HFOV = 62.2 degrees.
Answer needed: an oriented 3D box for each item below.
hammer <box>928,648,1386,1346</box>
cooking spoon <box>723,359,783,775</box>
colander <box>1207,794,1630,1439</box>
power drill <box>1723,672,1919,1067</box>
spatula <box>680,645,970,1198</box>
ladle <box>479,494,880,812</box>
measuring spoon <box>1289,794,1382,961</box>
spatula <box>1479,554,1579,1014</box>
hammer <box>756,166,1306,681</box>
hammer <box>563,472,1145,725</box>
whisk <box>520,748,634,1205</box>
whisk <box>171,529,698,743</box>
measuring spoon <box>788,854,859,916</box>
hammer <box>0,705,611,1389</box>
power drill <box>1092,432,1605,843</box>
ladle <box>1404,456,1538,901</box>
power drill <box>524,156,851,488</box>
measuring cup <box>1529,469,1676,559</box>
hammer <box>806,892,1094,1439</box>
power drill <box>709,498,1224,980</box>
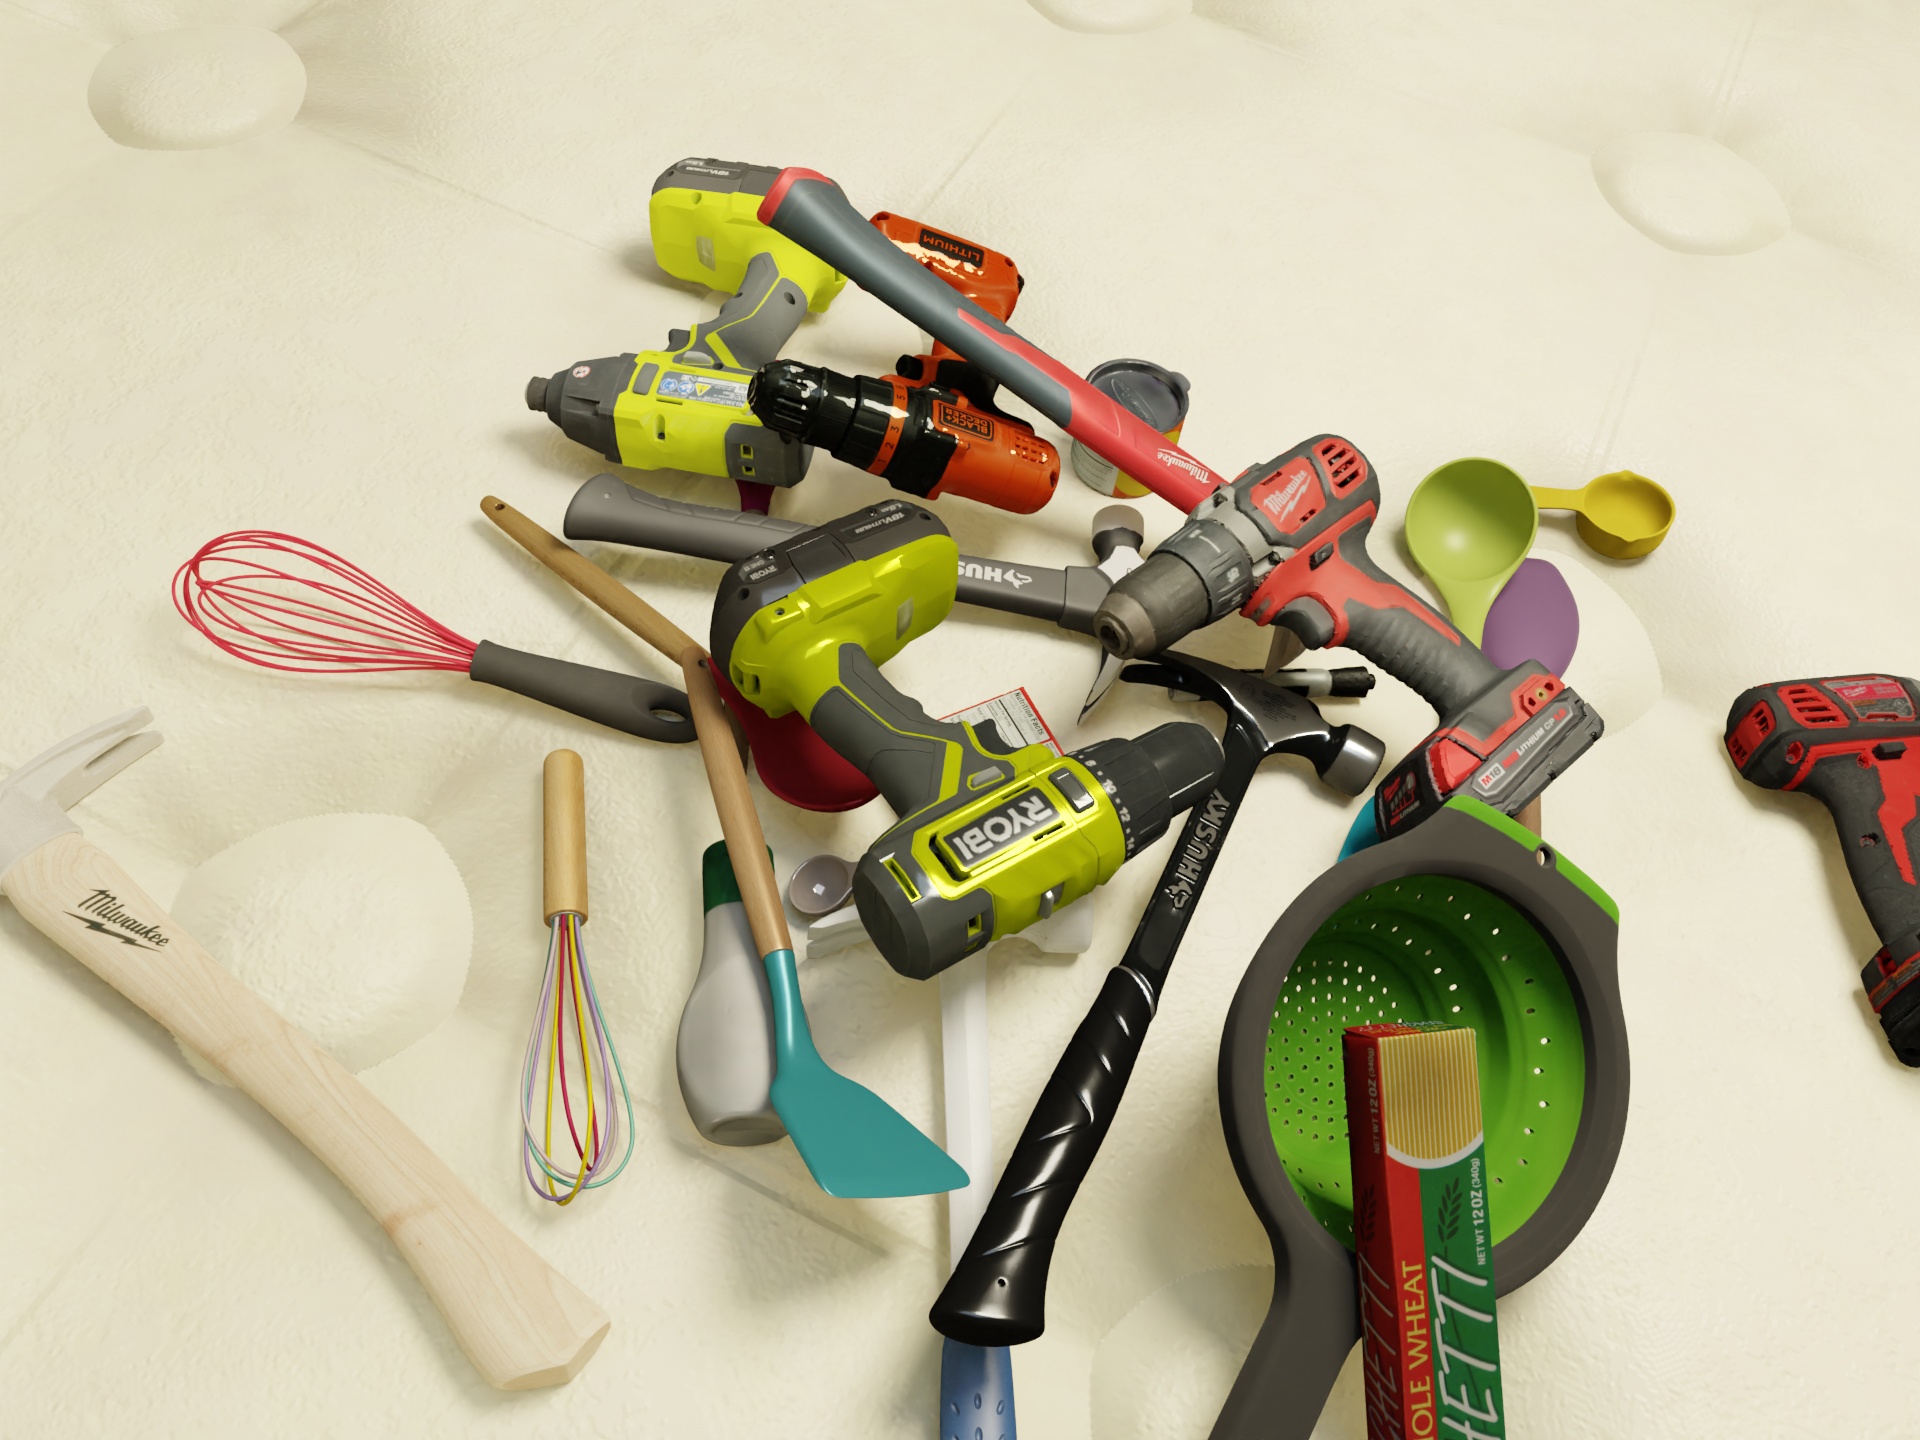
[{"bbox_3d":[0.085,0.113,0.765,0.149,0.036,0.409,29,50,5],"label":"hammer"},{"bbox_3d":[-0.124,-0.100,0.937,0.068,0.017,0.319,1,55,-2],"label":"cooking spoon"},{"bbox_3d":[0.154,0.224,0.710,0.204,0.094,0.397,34,75,-13],"label":"colander"},{"bbox_3d":[0.527,0.068,0.863,0.143,0.078,0.220,-4,54,-10],"label":"power drill"},{"bbox_3d":[-0.085,0.084,0.753,0.082,0.044,0.318,10,46,-42],"label":"spatula"},{"bbox_3d":[-0.158,-0.042,0.869,0.316,0.031,0.069,35,59,22],"label":"ladle"},{"bbox_3d":[0.210,0.084,0.853,0.042,0.021,0.129,20,46,22],"label":"measuring spoon"},{"bbox_3d":[0.322,0.024,0.901,0.060,0.018,0.316,7,55,10],"label":"spatula"},{"bbox_3d":[0.052,-0.172,0.887,0.386,0.038,0.143,32,52,-13],"label":"hammer"},{"bbox_3d":[-0.057,-0.087,0.909,0.334,0.035,0.146,10,55,-6],"label":"hammer"},{"bbox_3d":[-0.188,0.114,0.771,0.051,0.047,0.245,-5,54,-8],"label":"whisk"},{"bbox_3d":[-0.279,-0.039,0.858,0.296,0.073,0.073,17,56,-2],"label":"whisk"},{"bbox_3d":[-0.027,0.076,0.810,0.124,0.018,0.034,-15,52,6],"label":"measuring spoon"},{"bbox_3d":[-0.314,0.149,0.737,0.411,0.038,0.146,35,58,16],"label":"hammer"},{"bbox_3d":[0.194,-0.029,0.822,0.188,0.080,0.227,-34,78,-27],"label":"power drill"},{"bbox_3d":[0.284,-0.017,0.904,0.078,0.062,0.320,-2,55,25],"label":"ladle"},{"bbox_3d":[-0.158,-0.247,0.988,0.171,0.080,0.223,10,55,4],"label":"power drill"},{"bbox_3d":[0.371,-0.133,1.015,0.156,0.029,0.062,6,55,12],"label":"measuring cup"},{"bbox_3d":[0.000,0.255,0.700,0.144,0.035,0.406,2,56,-6],"label":"hammer"},{"bbox_3d":[-0.001,-0.002,0.781,0.190,0.080,0.229,-26,59,-22],"label":"power drill"}]
